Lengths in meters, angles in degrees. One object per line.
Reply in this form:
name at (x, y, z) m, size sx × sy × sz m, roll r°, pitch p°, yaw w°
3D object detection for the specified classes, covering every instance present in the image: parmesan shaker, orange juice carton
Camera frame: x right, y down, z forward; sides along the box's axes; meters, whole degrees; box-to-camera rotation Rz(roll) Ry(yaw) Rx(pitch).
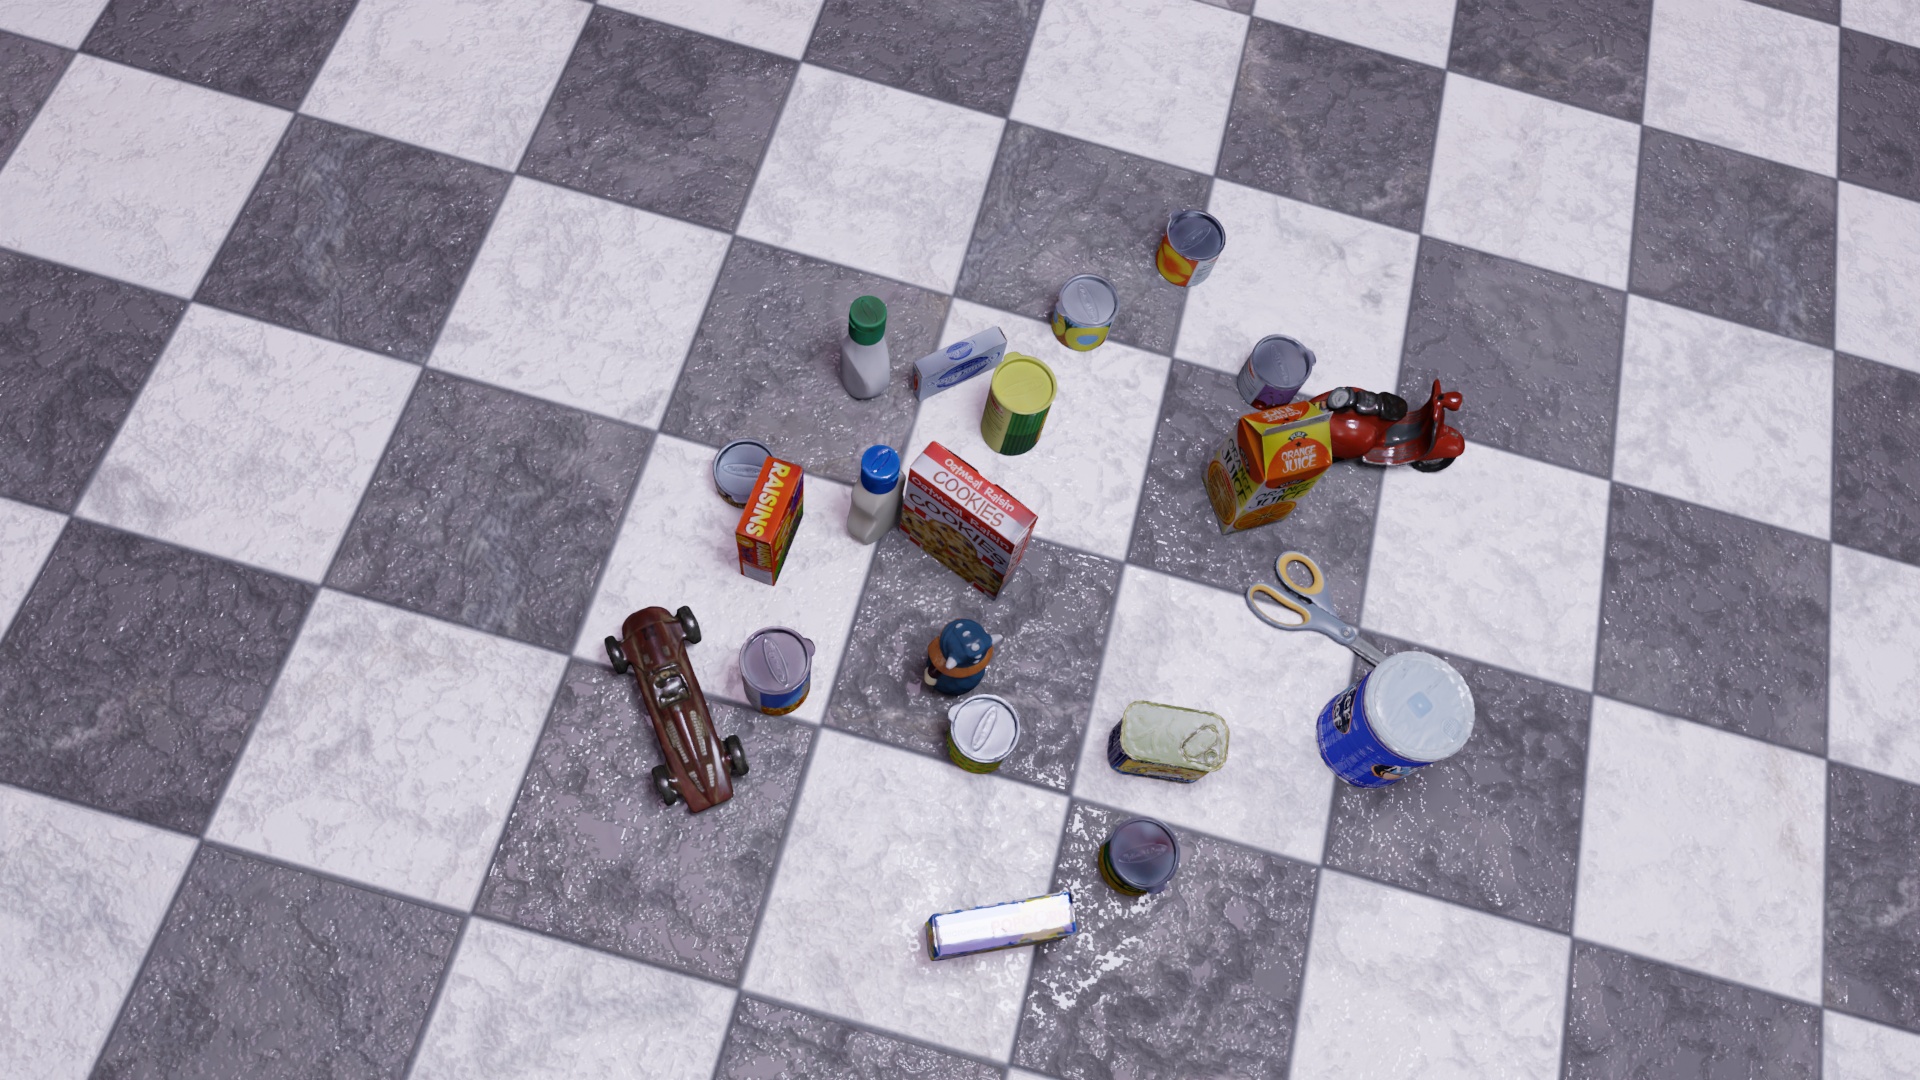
parmesan shaker at (0.058, -0.140, 1.428) m, size 0.071 × 0.102 × 0.071 m, roll 2°, pitch 69°, yaw -5°
orange juice carton at (0.307, -0.078, 1.383) m, size 0.072 × 0.192 × 0.073 m, roll -13°, pitch 71°, yaw -11°

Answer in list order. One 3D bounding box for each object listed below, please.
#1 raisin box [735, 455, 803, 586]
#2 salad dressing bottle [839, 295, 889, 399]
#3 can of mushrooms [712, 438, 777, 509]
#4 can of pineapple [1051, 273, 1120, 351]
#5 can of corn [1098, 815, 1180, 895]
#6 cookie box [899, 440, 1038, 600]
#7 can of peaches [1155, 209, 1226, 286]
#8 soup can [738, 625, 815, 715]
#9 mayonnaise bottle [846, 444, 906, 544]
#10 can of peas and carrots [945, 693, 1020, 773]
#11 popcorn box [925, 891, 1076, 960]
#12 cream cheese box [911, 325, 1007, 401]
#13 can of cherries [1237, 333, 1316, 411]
raisin box at (-0.183, -0.017, 1.343) m, size 0.040 × 0.123 × 0.086 m, roll 20°, pitch 68°, yaw 2°
salad dressing bottle at (-0.096, -0.195, 1.409) m, size 0.044 × 0.147 × 0.064 m, roll -29°, pitch 75°, yaw -15°
can of mushrooms at (-0.217, -0.065, 1.407) m, size 0.071 × 0.033 × 0.071 m, roll 2°, pitch 69°, yaw -5°
can of pineapple at (0.133, -0.246, 1.502) m, size 0.071 × 0.057 × 0.071 m, roll 2°, pitch 69°, yaw -5°
can of corn at (0.166, 0.297, 1.293) m, size 0.071 × 0.058 × 0.071 m, roll 2°, pitch 69°, yaw -5°
cookie box at (0.005, -0.017, 1.340) m, size 0.123 × 0.166 × 0.040 m, roll 36°, pitch 70°, yaw 8°
can of peaches at (0.254, -0.326, 1.547) m, size 0.071 × 0.058 × 0.071 m, roll 2°, pitch 69°, yaw -5°
soup can at (-0.171, 0.123, 1.311) m, size 0.071 × 0.083 × 0.071 m, roll 2°, pitch 69°, yaw -5°
mayonnaise bottle at (-0.081, -0.048, 1.353) m, size 0.041 × 0.147 × 0.065 m, roll 37°, pitch 70°, yaw 8°
can of peas and carrots at (0.018, 0.184, 1.321) m, size 0.071 × 0.058 × 0.071 m, roll 2°, pitch 69°, yaw -5°
popcorn box at (0.034, 0.346, 1.244) m, size 0.127 × 0.085 × 0.038 m, roll -7°, pitch 70°, yaw -9°
cream cheese box at (-0.003, -0.187, 1.467) m, size 0.104 × 0.053 × 0.024 m, roll -26°, pitch 74°, yaw -15°
can of cherries at (0.341, -0.180, 1.498) m, size 0.071 × 0.058 × 0.072 m, roll 2°, pitch 69°, yaw -5°
